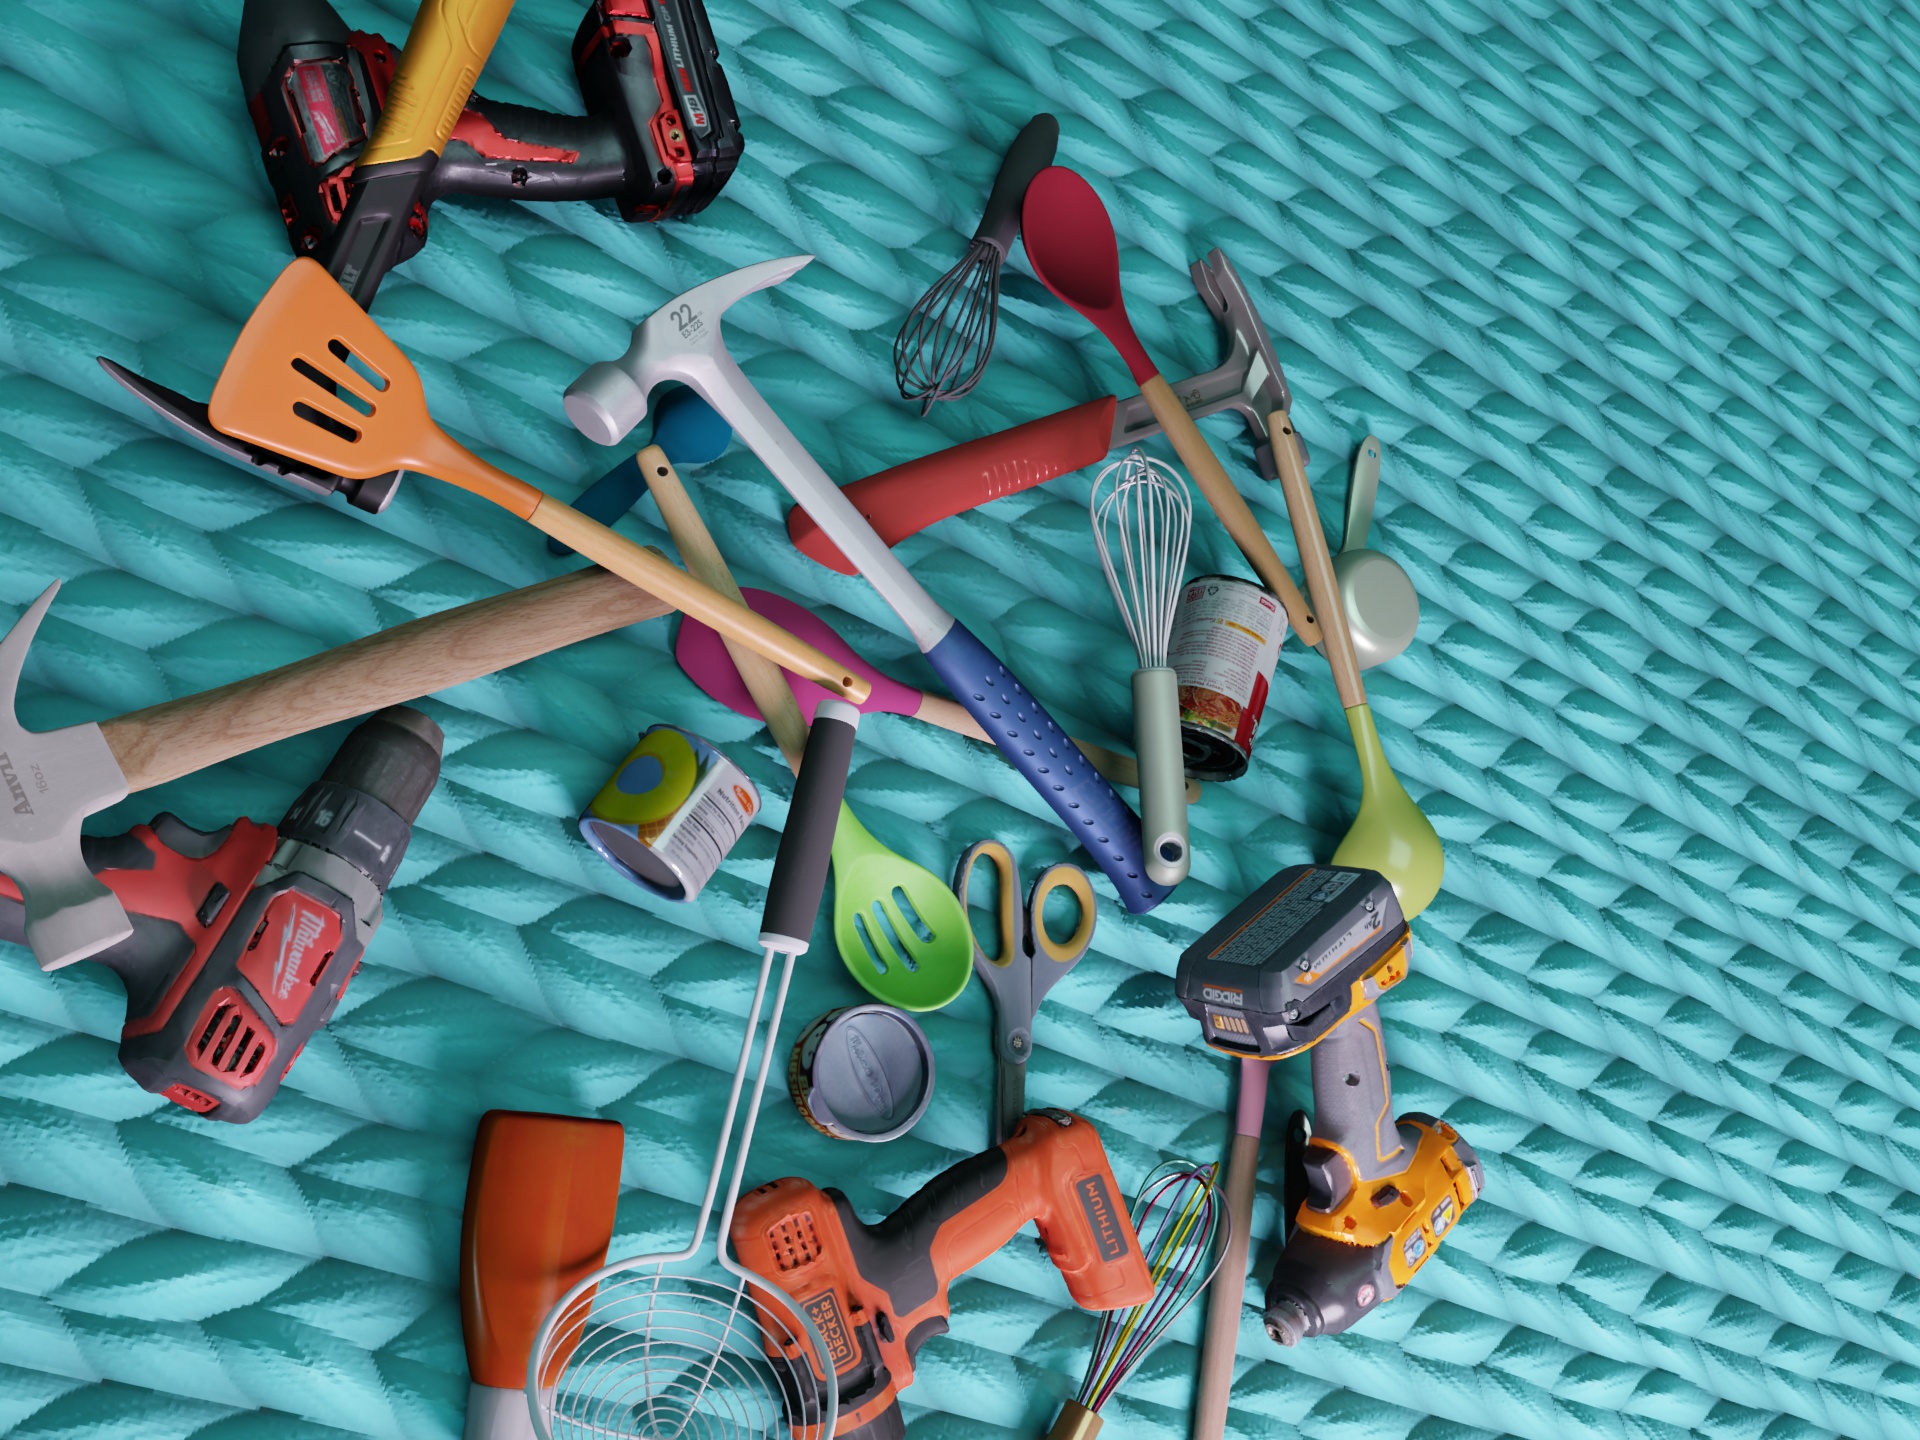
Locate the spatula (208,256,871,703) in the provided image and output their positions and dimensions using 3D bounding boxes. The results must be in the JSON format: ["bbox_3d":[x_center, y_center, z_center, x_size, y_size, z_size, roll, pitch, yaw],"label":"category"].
[{"bbox_3d":[-0.170,-0.085,0.722,0.322,0.041,0.081,30,79,-25],"label":"spatula"}]

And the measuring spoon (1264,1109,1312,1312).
[{"bbox_3d":[0.187,0.284,0.905,0.034,0.018,0.124,20,62,-24],"label":"measuring spoon"}]

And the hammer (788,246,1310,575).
[{"bbox_3d":[0.054,-0.169,0.922,0.359,0.037,0.149,-24,90,-32],"label":"hammer"}]

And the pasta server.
[{"bbox_3d":[0.160,0.258,0.879,0.060,0.040,0.316,24,68,-34],"label":"pasta server"}]

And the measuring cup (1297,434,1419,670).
[{"bbox_3d":[0.266,-0.114,1.025,0.083,0.038,0.168,19,72,-24],"label":"measuring cup"}]

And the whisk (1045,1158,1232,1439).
[{"bbox_3d":[0.074,0.330,0.812,0.051,0.047,0.245,41,65,-16],"label":"whisk"}]

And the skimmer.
[{"bbox_3d":[-0.087,0.152,0.695,0.127,0.090,0.363,15,70,-8],"label":"skimmer"}]

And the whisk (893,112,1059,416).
[{"bbox_3d":[0.016,-0.270,0.923,0.055,0.055,0.239,32,60,-19],"label":"whisk"}]

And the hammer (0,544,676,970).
[{"bbox_3d":[-0.247,-0.023,0.669,0.331,0.031,0.130,-28,91,-48],"label":"hammer"}]

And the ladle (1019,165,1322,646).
[{"bbox_3d":[0.125,-0.177,0.926,0.069,0.031,0.315,-37,97,-30],"label":"ladle"}]

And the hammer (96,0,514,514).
[{"bbox_3d":[-0.246,-0.267,0.695,0.127,0.034,0.337,25,86,-30],"label":"hammer"}]

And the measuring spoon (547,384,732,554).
[{"bbox_3d":[-0.159,-0.127,0.800,0.042,0.021,0.129,47,60,-12],"label":"measuring spoon"}]

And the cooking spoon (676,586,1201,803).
[{"bbox_3d":[-0.001,-0.003,0.861,0.318,0.017,0.069,18,70,-24],"label":"cooking spoon"}]

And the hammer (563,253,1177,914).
[{"bbox_3d":[-0.014,-0.056,0.821,0.405,0.035,0.144,49,65,-18],"label":"hammer"}]

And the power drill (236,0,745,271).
[{"bbox_3d":[-0.229,-0.302,0.770,0.219,0.078,0.143,-19,93,-28],"label":"power drill"}]

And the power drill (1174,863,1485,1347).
[{"bbox_3d":[0.193,0.209,0.845,0.164,0.084,0.226,-32,110,-35],"label":"power drill"}]

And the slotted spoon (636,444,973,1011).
[{"bbox_3d":[-0.083,0.005,0.797,0.070,0.031,0.313,-30,97,-27],"label":"slotted spoon"}]

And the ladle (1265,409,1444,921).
[{"bbox_3d":[0.227,-0.032,0.969,0.078,0.062,0.320,-12,84,-22],"label":"ladle"}]

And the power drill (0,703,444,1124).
[{"bbox_3d":[-0.333,0.032,0.635,0.226,0.080,0.188,35,57,-22],"label":"power drill"}]

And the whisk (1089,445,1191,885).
[{"bbox_3d":[0.104,-0.033,0.866,0.058,0.059,0.246,-1,76,-7],"label":"whisk"}]
